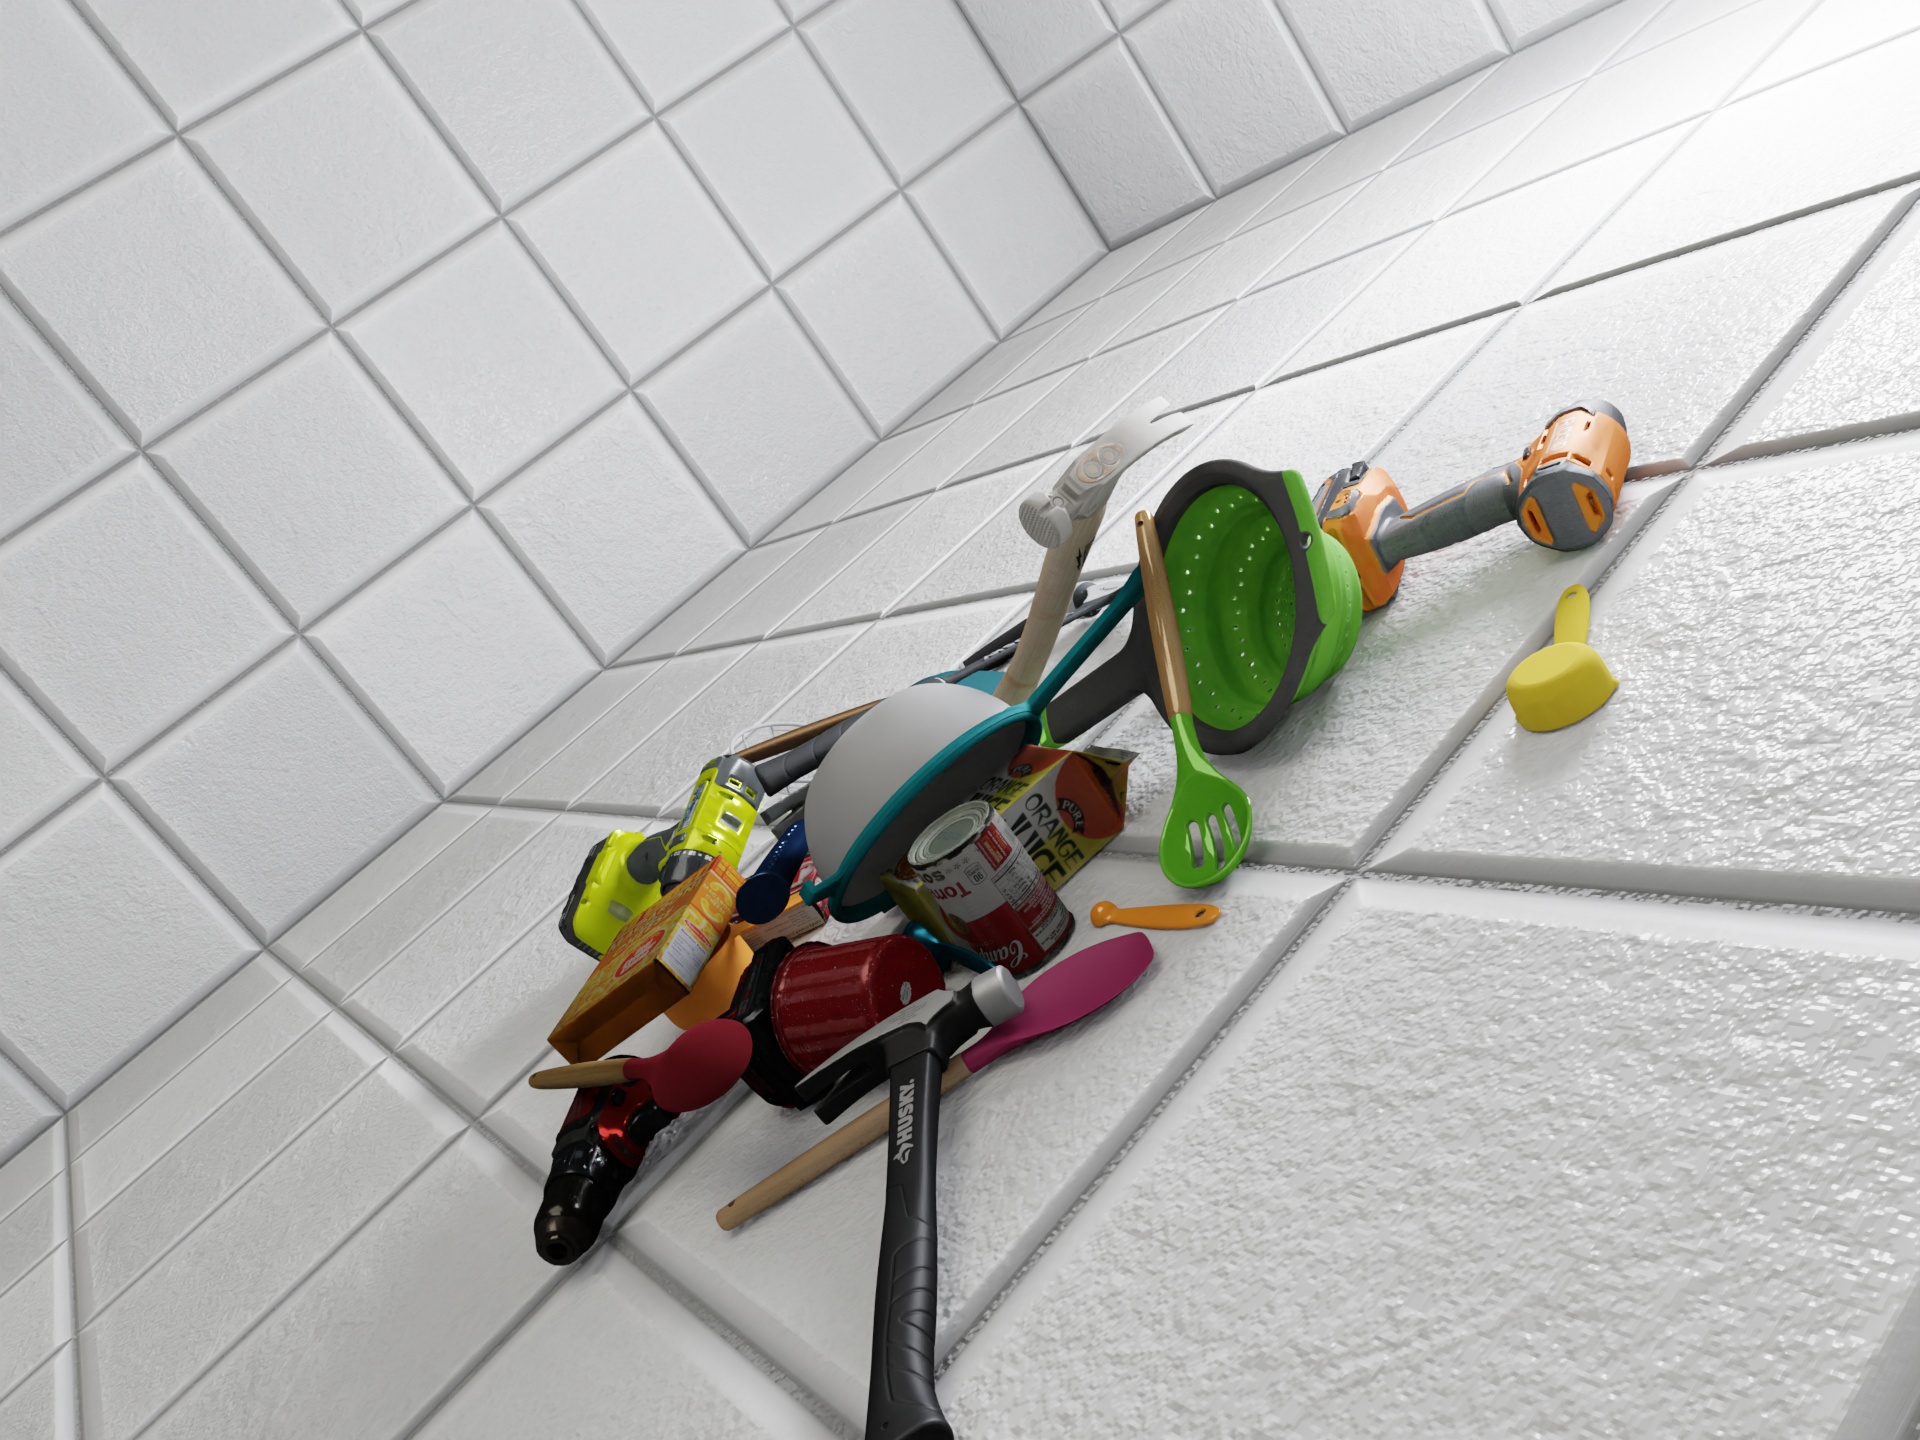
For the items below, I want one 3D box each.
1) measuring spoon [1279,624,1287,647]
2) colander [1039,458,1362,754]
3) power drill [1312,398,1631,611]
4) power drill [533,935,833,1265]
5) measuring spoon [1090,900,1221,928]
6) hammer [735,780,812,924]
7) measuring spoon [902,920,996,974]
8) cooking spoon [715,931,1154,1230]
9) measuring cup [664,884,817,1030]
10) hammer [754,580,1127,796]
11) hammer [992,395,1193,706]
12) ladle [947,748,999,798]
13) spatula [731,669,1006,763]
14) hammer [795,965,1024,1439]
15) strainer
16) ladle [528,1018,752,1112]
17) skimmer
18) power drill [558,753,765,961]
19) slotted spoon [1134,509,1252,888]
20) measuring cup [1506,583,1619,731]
[{"bbox_3d":[0.255,-0.066,1.223,0.034,0.018,0.124,-21,29,39],"label":"measuring spoon"},{"bbox_3d":[0.180,-0.052,1.188,0.094,0.205,0.397,-2,-18,-27],"label":"colander"},{"bbox_3d":[0.368,-0.163,1.151,0.226,0.084,0.164,-16,25,39],"label":"power drill"},{"bbox_3d":[-0.195,0.267,1.101,0.226,0.080,0.188,-34,17,16],"label":"power drill"},{"bbox_3d":[0.119,0.119,0.992,0.021,0.011,0.117,-46,20,-29],"label":"measuring spoon"},{"bbox_3d":[-0.132,0.092,1.316,0.144,0.035,0.405,-36,6,9],"label":"hammer"},{"bbox_3d":[-0.008,0.164,1.067,0.021,0.042,0.129,-41,20,-19],"label":"measuring spoon"},{"bbox_3d":[-0.017,0.223,0.969,0.319,0.017,0.069,-34,20,6],"label":"cooking spoon"},{"bbox_3d":[-0.172,0.192,1.291,0.173,0.052,0.095,-30,18,13],"label":"measuring cup"},{"bbox_3d":[-0.006,-0.035,1.431,0.409,0.036,0.149,-29,11,-23],"label":"hammer"},{"bbox_3d":[0.076,-0.094,1.250,0.146,0.038,0.410,-41,-13,-23],"label":"hammer"},{"bbox_3d":[-0.017,0.032,1.408,0.078,0.062,0.320,-33,13,-14],"label":"ladle"},{"bbox_3d":[-0.093,0.005,1.534,0.317,0.044,0.082,-19,24,14],"label":"spatula"},{"bbox_3d":[-0.031,0.260,0.837,0.146,0.035,0.335,-29,22,14],"label":"hammer"},{"bbox_3d":[-0.002,-0.004,1.169,0.340,0.095,0.211,-48,-17,4],"label":"strainer"},{"bbox_3d":[-0.233,0.240,1.088,0.315,0.031,0.069,-21,30,52],"label":"ladle"},{"bbox_3d":[-0.060,-0.037,1.605,0.363,0.090,0.127,-33,29,5],"label":"skimmer"},{"bbox_3d":[-0.282,0.150,1.492,0.228,0.080,0.191,-31,32,42],"label":"power drill"},{"bbox_3d":[0.146,-0.023,1.066,0.070,0.031,0.314,-29,48,30],"label":"slotted spoon"},{"bbox_3d":[0.357,-0.049,0.948,0.062,0.029,0.157,-23,23,35],"label":"measuring cup"}]
